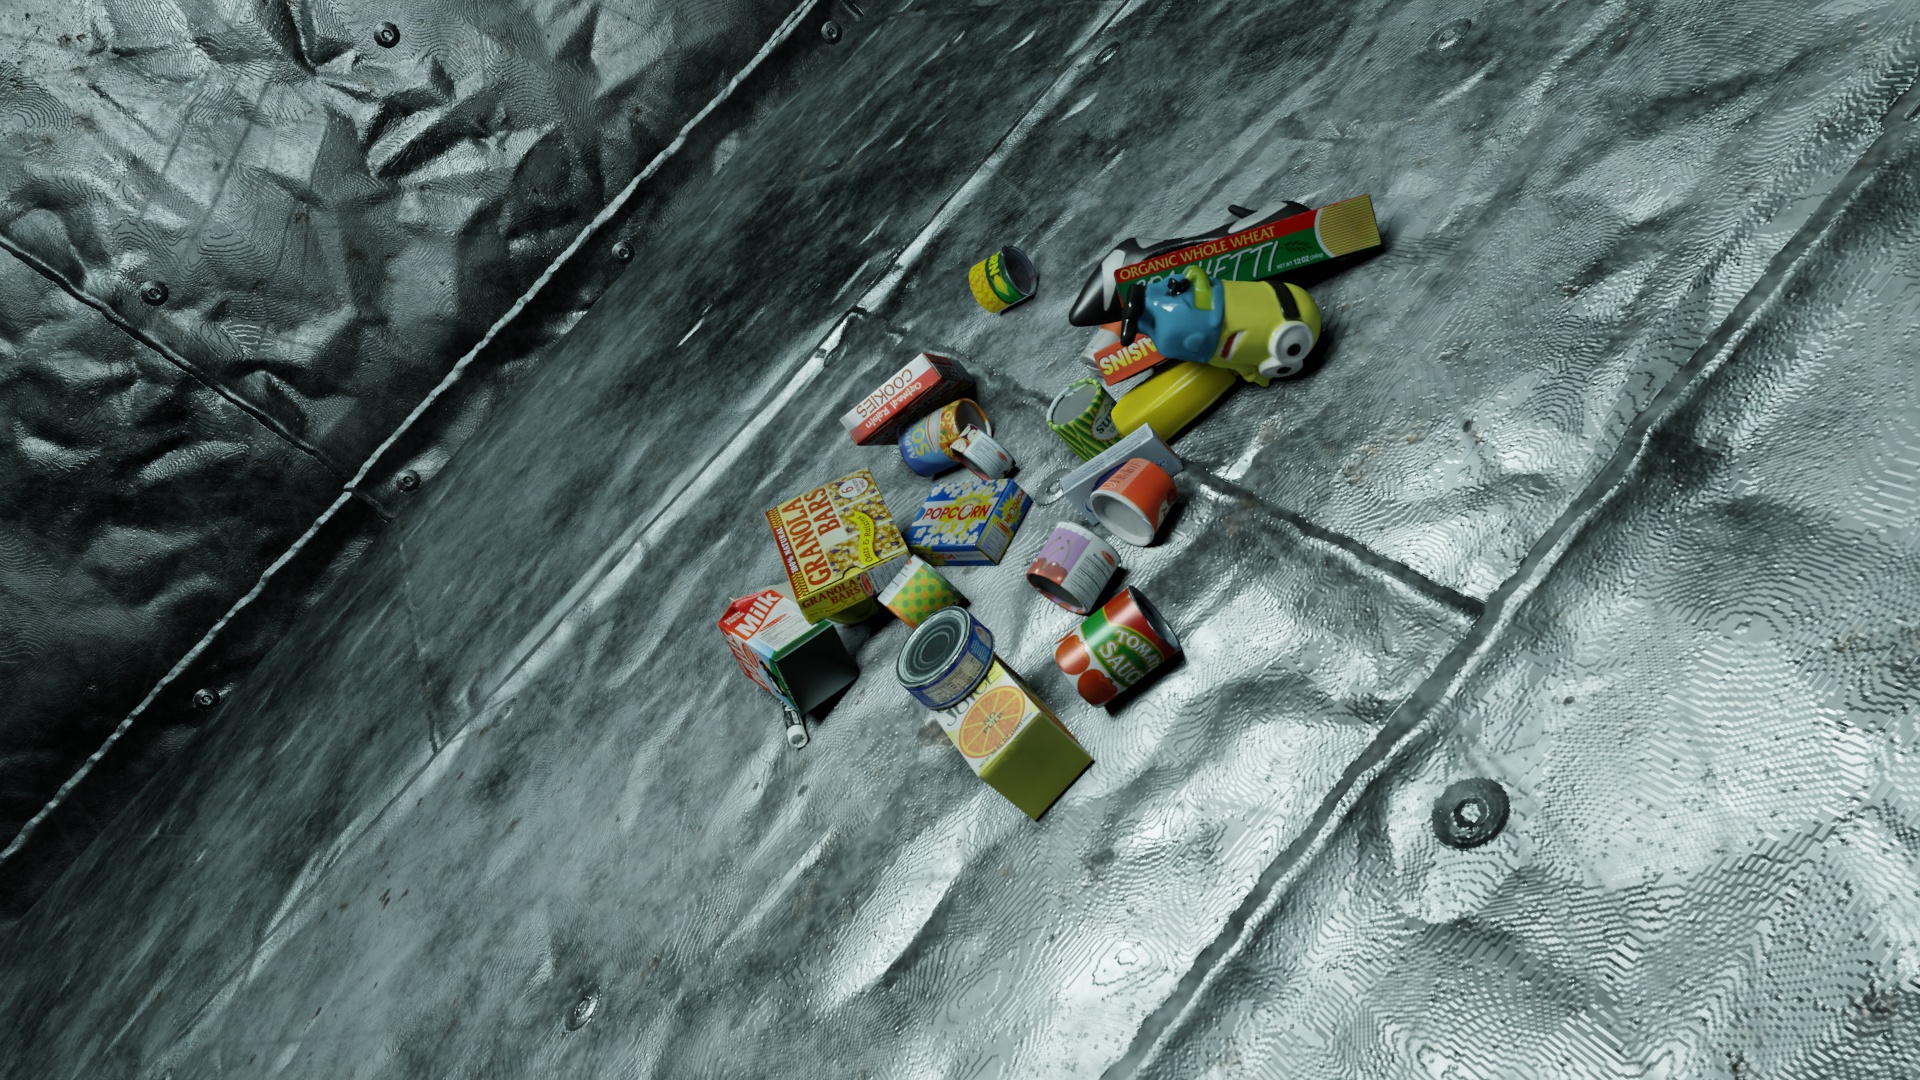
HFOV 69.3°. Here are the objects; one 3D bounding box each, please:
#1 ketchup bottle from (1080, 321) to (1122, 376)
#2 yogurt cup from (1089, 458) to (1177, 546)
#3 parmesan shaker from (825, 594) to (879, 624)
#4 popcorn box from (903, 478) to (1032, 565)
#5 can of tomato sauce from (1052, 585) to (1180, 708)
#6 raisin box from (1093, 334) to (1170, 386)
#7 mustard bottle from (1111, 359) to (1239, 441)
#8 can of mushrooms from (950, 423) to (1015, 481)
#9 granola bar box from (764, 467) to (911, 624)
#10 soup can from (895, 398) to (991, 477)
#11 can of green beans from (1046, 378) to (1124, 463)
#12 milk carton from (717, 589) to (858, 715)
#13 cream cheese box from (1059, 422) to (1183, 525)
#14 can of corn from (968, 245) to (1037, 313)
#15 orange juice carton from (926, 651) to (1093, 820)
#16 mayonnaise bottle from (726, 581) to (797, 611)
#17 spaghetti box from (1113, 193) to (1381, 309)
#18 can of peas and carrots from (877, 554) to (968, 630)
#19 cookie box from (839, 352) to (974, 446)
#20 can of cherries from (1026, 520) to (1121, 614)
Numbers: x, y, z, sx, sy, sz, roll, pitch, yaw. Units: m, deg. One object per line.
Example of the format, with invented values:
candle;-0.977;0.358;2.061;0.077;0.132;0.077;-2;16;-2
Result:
ketchup bottle;0.184;-0.242;1.478;0.149;0.043;0.065;-52;33;-10
yogurt cup;0.158;-0.037;1.246;0.054;0.072;0.072;-49;29;-21
parmesan shaker;-0.116;0.032;1.505;0.071;0.071;0.103;-28;34;28
popcorn box;0.005;-0.018;1.437;0.126;0.038;0.085;-2;53;50
can of tomato sauce;0.126;0.088;1.129;0.083;0.071;0.071;-39;31;14
raisin box;0.193;-0.194;1.358;0.086;0.040;0.124;-24;4;32
mustard bottle;0.219;-0.148;1.317;0.160;0.048;0.065;-36;28;16
can of mushrooms;0.023;-0.090;1.476;0.033;0.071;0.071;-51;30;-6
granola bar box;-0.128;0.001;1.456;0.124;0.039;0.166;-25;39;-4
soup can;-0.019;-0.116;1.552;0.083;0.071;0.072;-21;38;36
can of green beans;0.129;-0.119;1.385;0.071;0.057;0.071;-31;33;24
milk carton;-0.193;0.110;1.470;0.074;0.072;0.191;-34;28;-22
cream cheese box;0.149;-0.061;1.295;0.103;0.053;0.024;-33;34;21
can of corn;0.051;-0.324;1.716;0.058;0.071;0.071;-23;37;36
orange juice carton;0.027;0.146;1.176;0.072;0.073;0.193;-46;29;1
mayonnaise bottle;-0.211;0.079;1.589;0.147;0.041;0.065;-15;42;44
spaghetti box;0.270;-0.268;1.322;0.250;0.050;0.029;-14;1;16
can of peas and carrots;-0.037;0.058;1.374;0.059;0.071;0.071;-50;30;-5
cookie box;-0.058;-0.160;1.601;0.123;0.040;0.168;-38;-5;13
can of cherries;0.099;0.024;1.241;0.071;0.071;0.058;11;64;56
